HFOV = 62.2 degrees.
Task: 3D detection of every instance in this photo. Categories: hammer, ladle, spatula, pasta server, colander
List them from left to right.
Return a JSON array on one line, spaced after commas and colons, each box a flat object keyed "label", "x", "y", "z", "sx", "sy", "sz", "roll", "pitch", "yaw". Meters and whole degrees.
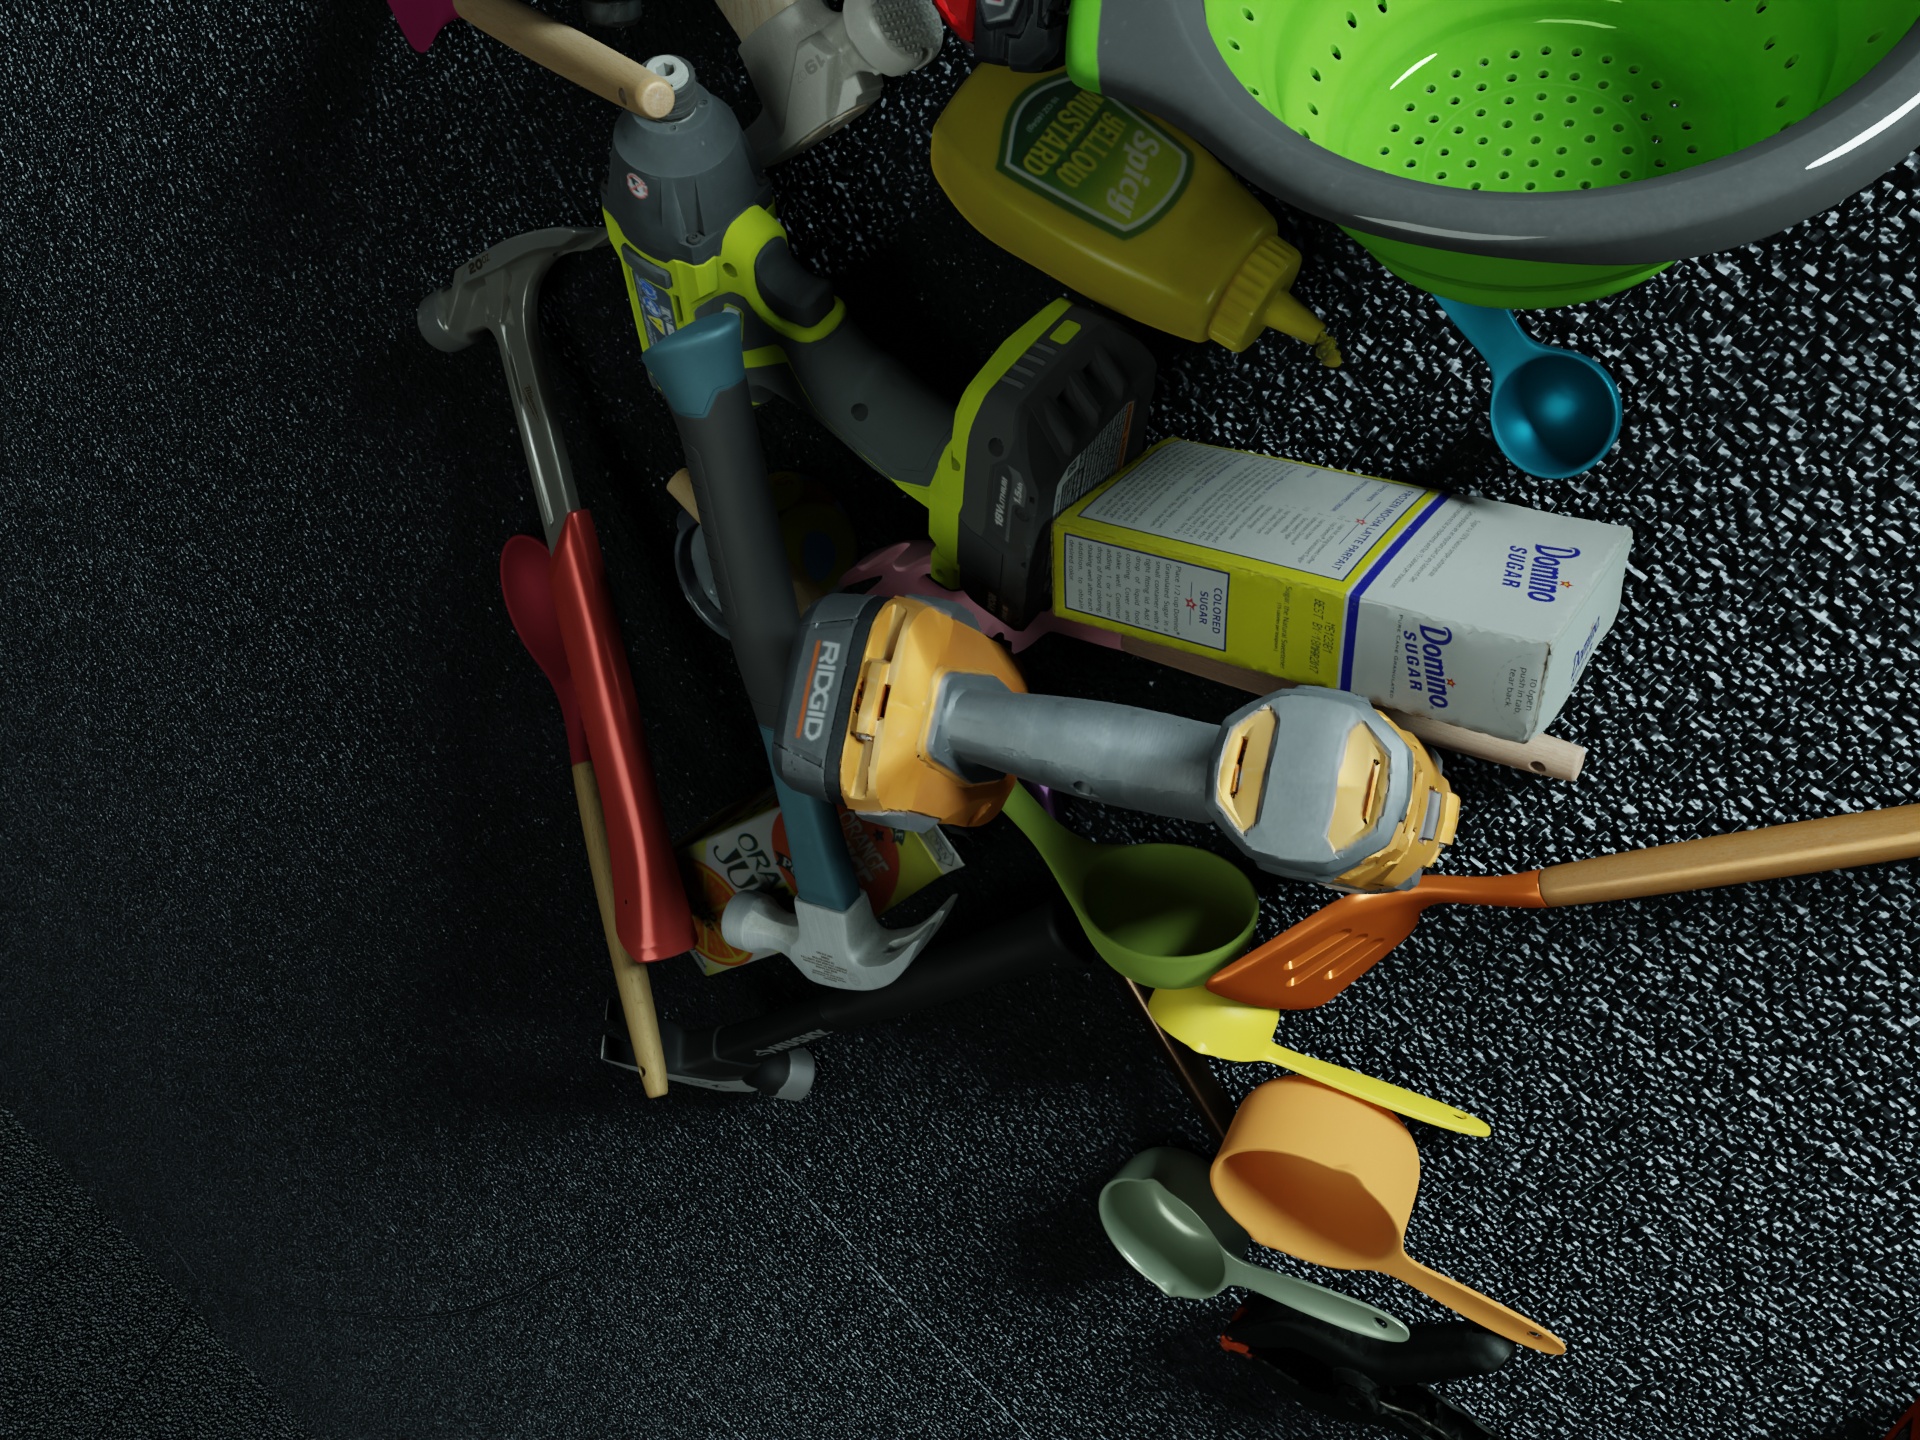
[{"label": "hammer", "x": -0.150, "y": -0.407, "z": 0.587, "sx": 0.146, "sy": 0.038, "sz": 0.410, "roll": -14, "pitch": 108, "yaw": 45}, {"label": "ladle", "x": -0.199, "y": 0.048, "z": 0.866, "sx": 0.069, "sy": 0.031, "sz": 0.315, "roll": -25, "pitch": 77, "yaw": 46}, {"label": "hammer", "x": -0.181, "y": -0.055, "z": 0.793, "sx": 0.149, "sy": 0.036, "sz": 0.359, "roll": -6, "pitch": 99, "yaw": 43}, {"label": "hammer", "x": -0.078, "y": -0.012, "z": 0.675, "sx": 0.128, "sy": 0.033, "sz": 0.330, "roll": 13, "pitch": 130, "yaw": 30}, {"label": "hammer", "x": -0.057, "y": 0.147, "z": 0.836, "sx": 0.146, "sy": 0.035, "sz": 0.335, "roll": 21, "pitch": 147, "yaw": -35}, {"label": "ladle", "x": -0.001, "y": -0.002, "z": 0.687, "sx": 0.320, "sy": 0.078, "sz": 0.062, "roll": 43, "pitch": 132, "yaw": -2}, {"label": "spatula", "x": 0.069, "y": 0.101, "z": 0.765, "sx": 0.060, "sy": 0.018, "sz": 0.316, "roll": -24, "pitch": 100, "yaw": 49}, {"label": "pasta server", "x": 0.090, "y": -0.023, "z": 0.649, "sx": 0.316, "sy": 0.040, "sz": 0.060, "roll": 19, "pitch": 145, "yaw": 28}, {"label": "spatula", "x": 0.239, "y": 0.066, "z": 0.581, "sx": 0.322, "sy": 0.081, "sz": 0.041, "roll": -17, "pitch": 64, "yaw": 41}, {"label": "colander", "x": 0.230, "y": -0.169, "z": 0.391, "sx": 0.397, "sy": 0.205, "sz": 0.094, "roll": 7, "pitch": 158, "yaw": 19}]

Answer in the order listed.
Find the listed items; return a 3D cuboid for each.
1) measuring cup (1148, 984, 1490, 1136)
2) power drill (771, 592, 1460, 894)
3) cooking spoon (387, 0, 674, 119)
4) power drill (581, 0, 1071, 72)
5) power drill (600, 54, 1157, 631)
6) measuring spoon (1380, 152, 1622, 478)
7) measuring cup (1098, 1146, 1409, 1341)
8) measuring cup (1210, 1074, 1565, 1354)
[{"label": "measuring cup", "x": 0.161, "y": 0.143, "z": 0.705, "sx": 0.156, "sy": 0.062, "sz": 0.029, "roll": 19, "pitch": 105, "yaw": 13}, {"label": "power drill", "x": 0.069, "y": 0.017, "z": 0.591, "sx": 0.226, "sy": 0.185, "sz": 0.084, "roll": 11, "pitch": 86, "yaw": 26}, {"label": "cooking spoon", "x": -0.187, "y": -0.284, "z": 0.638, "sx": 0.319, "sy": 0.017, "sz": 0.068, "roll": 42, "pitch": 144, "yaw": 43}, {"label": "power drill", "x": -0.052, "y": -0.284, "z": 0.510, "sx": 0.220, "sy": 0.078, "sz": 0.143, "roll": 19, "pitch": 132, "yaw": 17}, {"label": "power drill", "x": -0.041, "y": -0.145, "z": 0.615, "sx": 0.223, "sy": 0.080, "sz": 0.171, "roll": 35, "pitch": 158, "yaw": 15}, {"label": "measuring spoon", "x": 0.173, "y": -0.138, "z": 0.522, "sx": 0.128, "sy": 0.021, "sz": 0.042, "roll": 58, "pitch": 138, "yaw": 5}, {"label": "measuring cup", "x": 0.149, "y": 0.263, "z": 0.792, "sx": 0.168, "sy": 0.038, "sz": 0.083, "roll": 12, "pitch": 125, "yaw": 35}, {"label": "measuring cup", "x": 0.200, "y": 0.222, "z": 0.721, "sx": 0.173, "sy": 0.052, "sz": 0.095, "roll": 29, "pitch": 141, "yaw": 3}]
